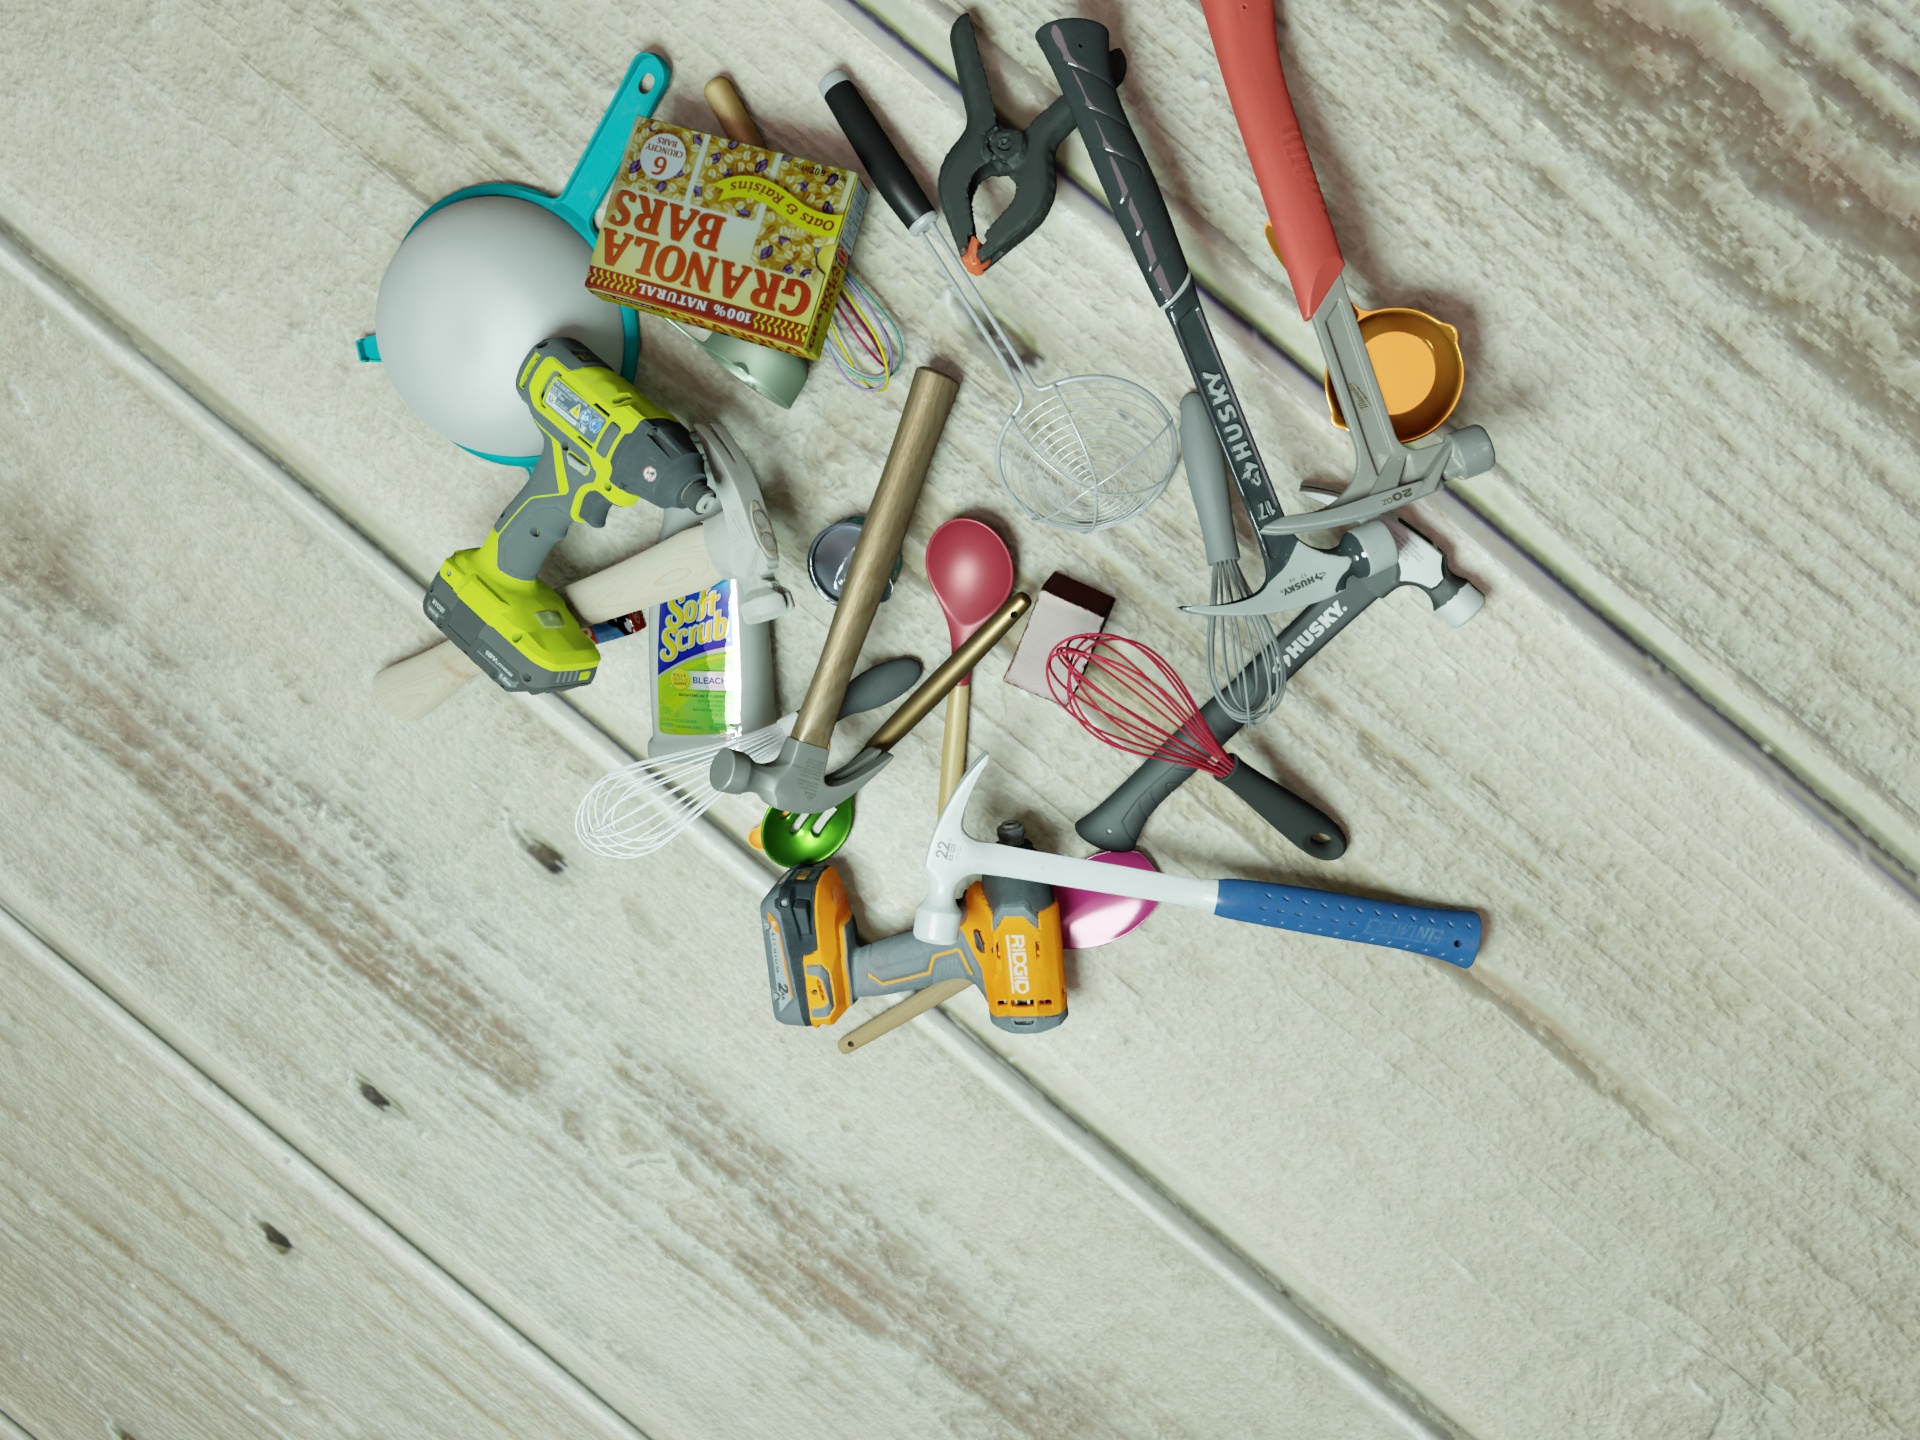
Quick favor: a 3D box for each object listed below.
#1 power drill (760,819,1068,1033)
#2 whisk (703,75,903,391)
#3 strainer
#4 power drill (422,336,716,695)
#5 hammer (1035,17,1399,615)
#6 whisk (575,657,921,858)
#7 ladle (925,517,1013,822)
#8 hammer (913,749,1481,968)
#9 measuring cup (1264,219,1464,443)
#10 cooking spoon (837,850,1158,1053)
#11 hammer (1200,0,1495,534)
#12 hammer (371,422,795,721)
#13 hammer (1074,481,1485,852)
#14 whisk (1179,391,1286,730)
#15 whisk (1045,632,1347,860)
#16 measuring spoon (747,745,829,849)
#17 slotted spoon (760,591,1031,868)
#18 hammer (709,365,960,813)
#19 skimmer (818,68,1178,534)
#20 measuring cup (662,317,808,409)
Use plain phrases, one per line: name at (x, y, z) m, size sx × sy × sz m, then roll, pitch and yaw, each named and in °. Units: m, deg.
power drill at (-0.034, 0.159, 1.231) m, size 0.226 × 0.084 × 0.164 m, roll -2°, pitch 105°, yaw 11°
whisk at (-0.111, -0.343, 1.123) m, size 0.051 × 0.047 × 0.245 m, roll -29°, pitch 95°, yaw 3°
strainer at (-0.317, -0.332, 1.151) m, size 0.211 × 0.095 × 0.340 m, roll 39°, pitch 114°, yaw 0°
power drill at (-0.277, -0.134, 1.133) m, size 0.171 × 0.080 × 0.223 m, roll 40°, pitch 112°, yaw 17°
hammer at (0.143, -0.258, 1.034) m, size 0.149 × 0.036 × 0.409 m, roll -25°, pitch 96°, yaw -6°
whisk at (-0.154, 0.020, 1.182) m, size 0.284 × 0.070 × 0.070 m, roll -28°, pitch 101°, yaw -14°
ladle at (-0.002, -0.004, 1.215) m, size 0.069 × 0.031 × 0.315 m, roll 12°, pitch 112°, yaw 18°
hammer at (0.176, 0.121, 1.159) m, size 0.405 × 0.035 × 0.144 m, roll 10°, pitch 95°, yaw -2°
measuring cup at (0.259, -0.261, 1.050) m, size 0.095 × 0.052 × 0.173 m, roll -39°, pitch 90°, yaw 21°
cooking spoon at (0.024, 0.194, 1.277) m, size 0.319 × 0.017 × 0.068 m, roll -33°, pitch 97°, yaw 21°
hammer at (0.209, -0.301, 1.002) m, size 0.149 × 0.036 × 0.359 m, roll -18°, pitch 87°, yaw 2°
hammer at (-0.312, -0.091, 1.221) m, size 0.410 × 0.038 × 0.146 m, roll -18°, pitch 91°, yaw 29°
hammer at (0.202, -0.023, 1.150) m, size 0.146 × 0.035 × 0.334 m, roll 43°, pitch 113°, yaw -2°
whisk at (0.180, -0.111, 1.091) m, size 0.055 × 0.055 × 0.239 m, roll -12°, pitch 84°, yaw 18°
whisk at (0.172, 0.023, 1.116) m, size 0.295 × 0.073 × 0.073 m, roll 34°, pitch 115°, yaw -26°
measuring spoon at (-0.137, 0.057, 1.280) m, size 0.021 × 0.011 × 0.117 m, roll 33°, pitch 109°, yaw -5°
slotted spoon at (-0.050, 0.009, 1.211) m, size 0.070 × 0.031 × 0.313 m, roll 31°, pitch 122°, yaw -24°
hammer at (-0.069, -0.091, 1.140) m, size 0.031 × 0.130 × 0.331 m, roll 22°, pitch 93°, yaw 50°
skimmer at (0.018, -0.294, 1.113) m, size 0.127 × 0.090 × 0.363 m, roll -34°, pitch 87°, yaw 26°
measuring cup at (-0.180, -0.287, 1.138) m, size 0.167 × 0.083 × 0.038 m, roll 37°, pitch 91°, yaw -3°
